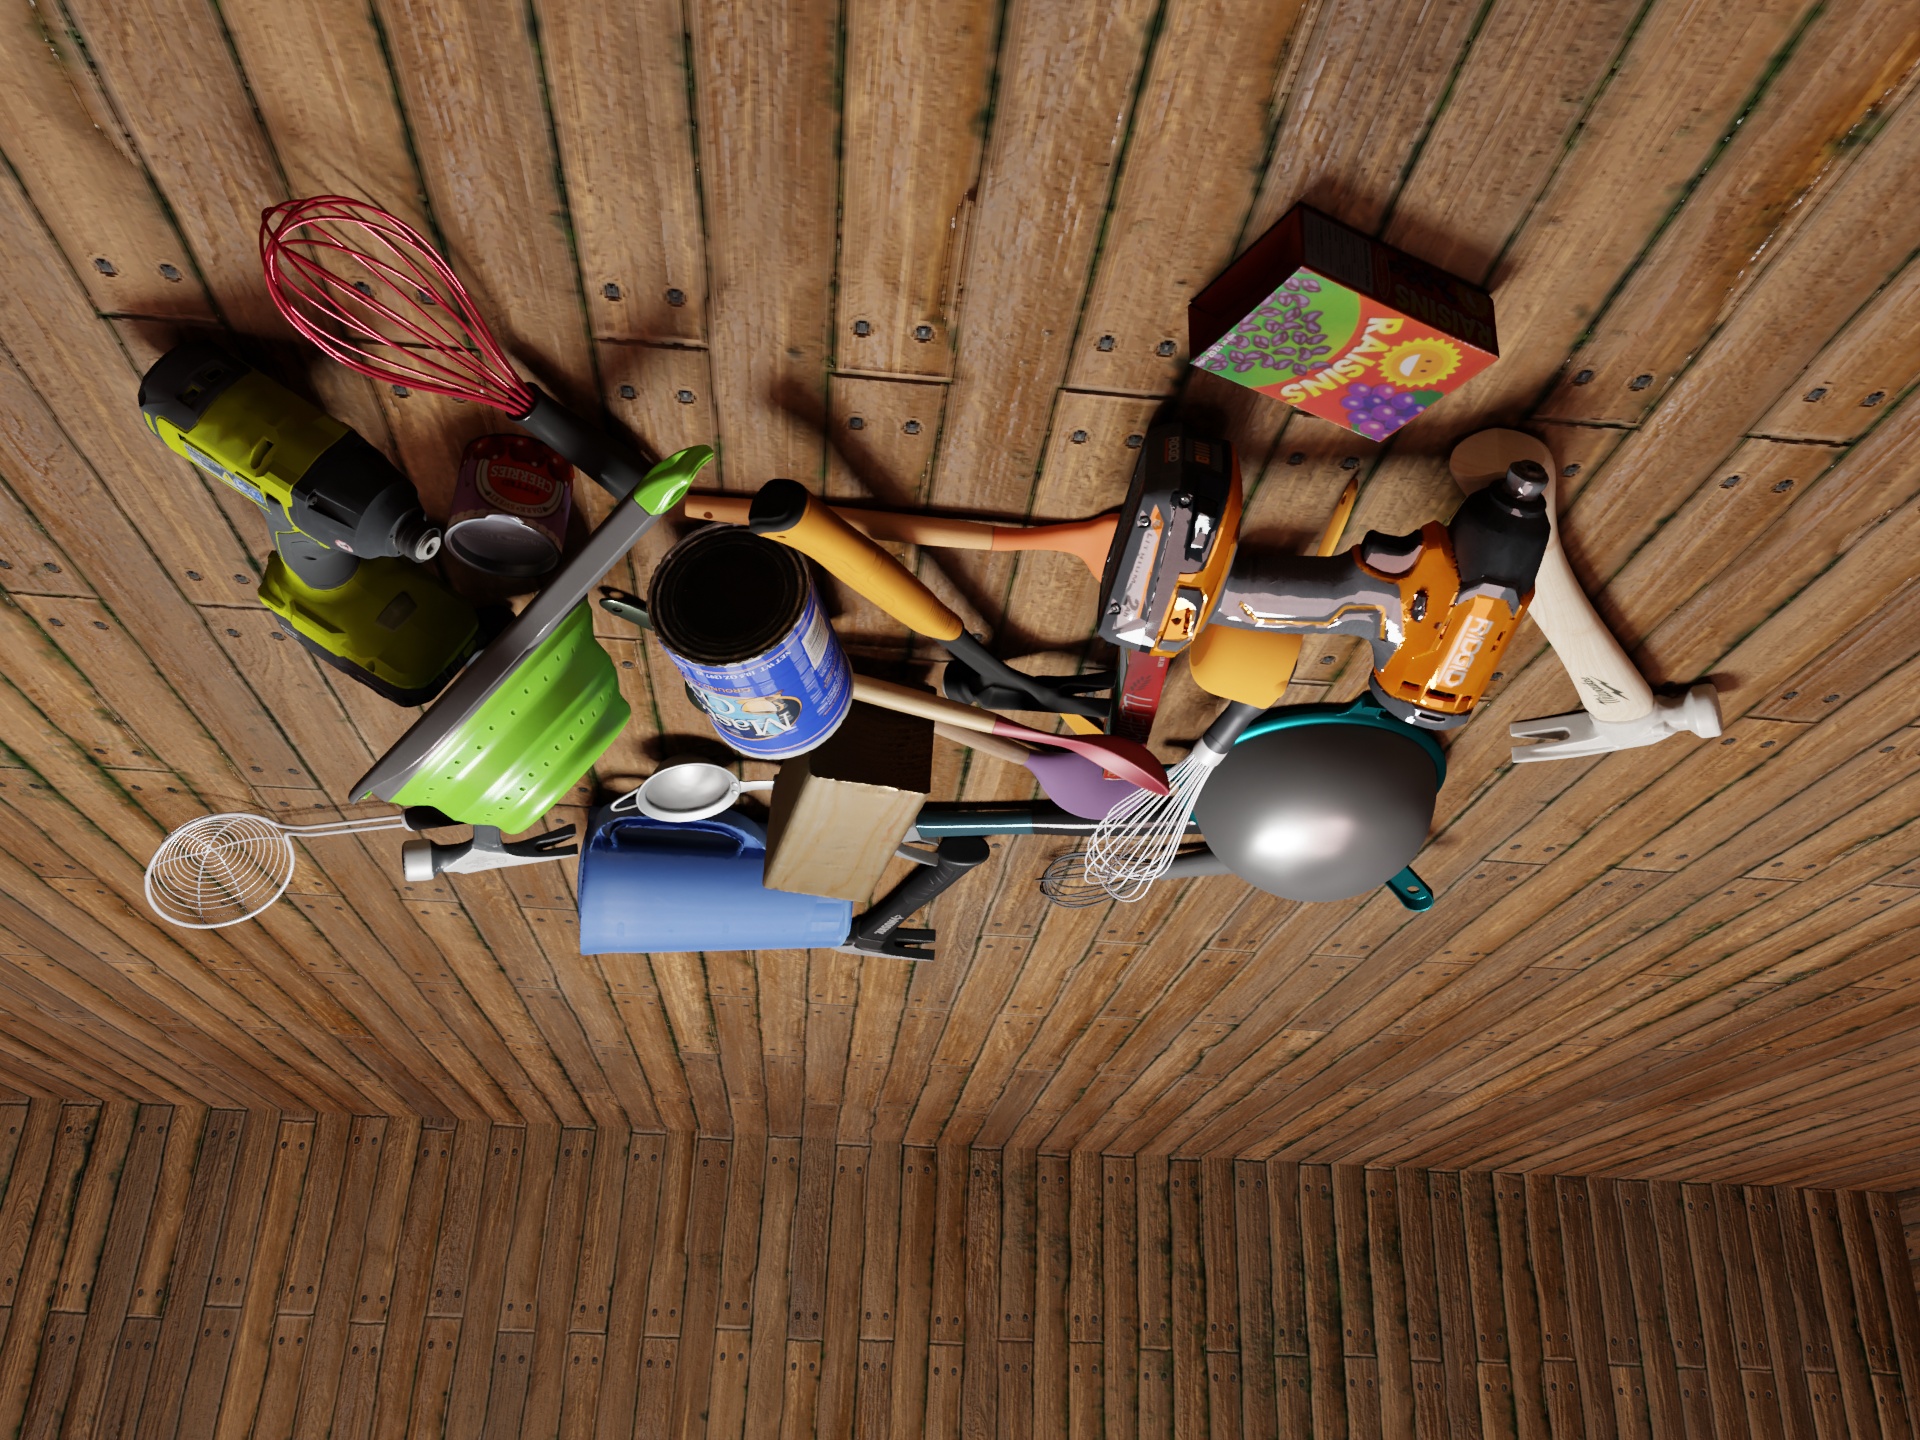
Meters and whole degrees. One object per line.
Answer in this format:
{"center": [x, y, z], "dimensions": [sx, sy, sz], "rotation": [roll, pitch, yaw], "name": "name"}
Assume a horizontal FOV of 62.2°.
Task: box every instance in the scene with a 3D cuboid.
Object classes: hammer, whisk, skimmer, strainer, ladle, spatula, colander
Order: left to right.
{"center": [-0.557, 0.120, 1.431], "dimensions": [0.363, 0.090, 0.127], "rotation": [-8, 138, 15], "name": "skimmer"}
{"center": [-0.369, 0.029, 1.254], "dimensions": [0.149, 0.036, 0.408], "rotation": [-4, 153, -19], "name": "hammer"}
{"center": [-0.238, -0.174, 0.818], "dimensions": [0.073, 0.073, 0.295], "rotation": [-10, 158, 24], "name": "whisk"}
{"center": [-0.226, -0.029, 0.938], "dimensions": [0.094, 0.205, 0.397], "rotation": [44, 136, -12], "name": "colander"}
{"center": [-0.159, 0.053, 1.324], "dimensions": [0.258, 0.050, 0.086], "rotation": [1, 145, -11], "name": "strainer"}
{"center": [-0.046, 0.181, 1.599], "dimensions": [0.146, 0.035, 0.334], "rotation": [12, 153, -19], "name": "hammer"}
{"center": [-0.019, -0.067, 0.986], "dimensions": [0.127, 0.034, 0.336], "rotation": [5, 165, 29], "name": "hammer"}
{"center": [-0.005, -0.107, 0.960], "dimensions": [0.322, 0.041, 0.081], "rotation": [5, 139, -4], "name": "spatula"}
{"center": [-0.002, -0.004, 1.114], "dimensions": [0.315, 0.031, 0.069], "rotation": [15, 171, -2], "name": "ladle"}
{"center": [0.029, 0.022, 1.254], "dimensions": [0.315, 0.018, 0.059], "rotation": [23, 115, -33], "name": "spatula"}
{"center": [0.077, 0.088, 1.388], "dimensions": [0.331, 0.033, 0.128], "rotation": [-2, 154, 8], "name": "hammer"}
{"center": [0.186, 0.136, 1.474], "dimensions": [0.239, 0.055, 0.055], "rotation": [-10, 153, 14], "name": "whisk"}
{"center": [0.172, 0.042, 1.190], "dimensions": [0.070, 0.070, 0.284], "rotation": [12, 135, -21], "name": "whisk"}
{"center": [0.317, 0.114, 1.296], "dimensions": [0.211, 0.095, 0.340], "rotation": [-21, 140, 29], "name": "strainer"}
{"center": [0.380, -0.066, 1.026], "dimensions": [0.146, 0.038, 0.410], "rotation": [-12, 152, 30], "name": "hammer"}

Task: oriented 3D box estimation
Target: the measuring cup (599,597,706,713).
{"center": [-0.190, -0.041, 1.119], "dimensions": [0.083, 0.038, 0.167], "rotation": [-16, 152, 34], "name": "measuring cup"}

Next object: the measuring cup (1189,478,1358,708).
{"center": [0.187, -0.084, 0.971], "dimensions": [0.052, 0.095, 0.173], "rotation": [13, 135, -5], "name": "measuring cup"}

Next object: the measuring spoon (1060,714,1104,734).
{"center": [0.095, 0.001, 1.228], "dimensions": [0.021, 0.011, 0.116], "rotation": [-6, 158, 25], "name": "measuring spoon"}

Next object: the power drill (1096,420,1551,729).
{"center": [0.202, -0.090, 0.874], "dimensions": [0.226, 0.084, 0.164], "rotation": [13, 130, -2], "name": "power drill"}

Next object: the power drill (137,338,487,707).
{"center": [-0.349, -0.099, 0.901], "dimensions": [0.171, 0.080, 0.223], "rotation": [32, 158, 9], "name": "power drill"}
